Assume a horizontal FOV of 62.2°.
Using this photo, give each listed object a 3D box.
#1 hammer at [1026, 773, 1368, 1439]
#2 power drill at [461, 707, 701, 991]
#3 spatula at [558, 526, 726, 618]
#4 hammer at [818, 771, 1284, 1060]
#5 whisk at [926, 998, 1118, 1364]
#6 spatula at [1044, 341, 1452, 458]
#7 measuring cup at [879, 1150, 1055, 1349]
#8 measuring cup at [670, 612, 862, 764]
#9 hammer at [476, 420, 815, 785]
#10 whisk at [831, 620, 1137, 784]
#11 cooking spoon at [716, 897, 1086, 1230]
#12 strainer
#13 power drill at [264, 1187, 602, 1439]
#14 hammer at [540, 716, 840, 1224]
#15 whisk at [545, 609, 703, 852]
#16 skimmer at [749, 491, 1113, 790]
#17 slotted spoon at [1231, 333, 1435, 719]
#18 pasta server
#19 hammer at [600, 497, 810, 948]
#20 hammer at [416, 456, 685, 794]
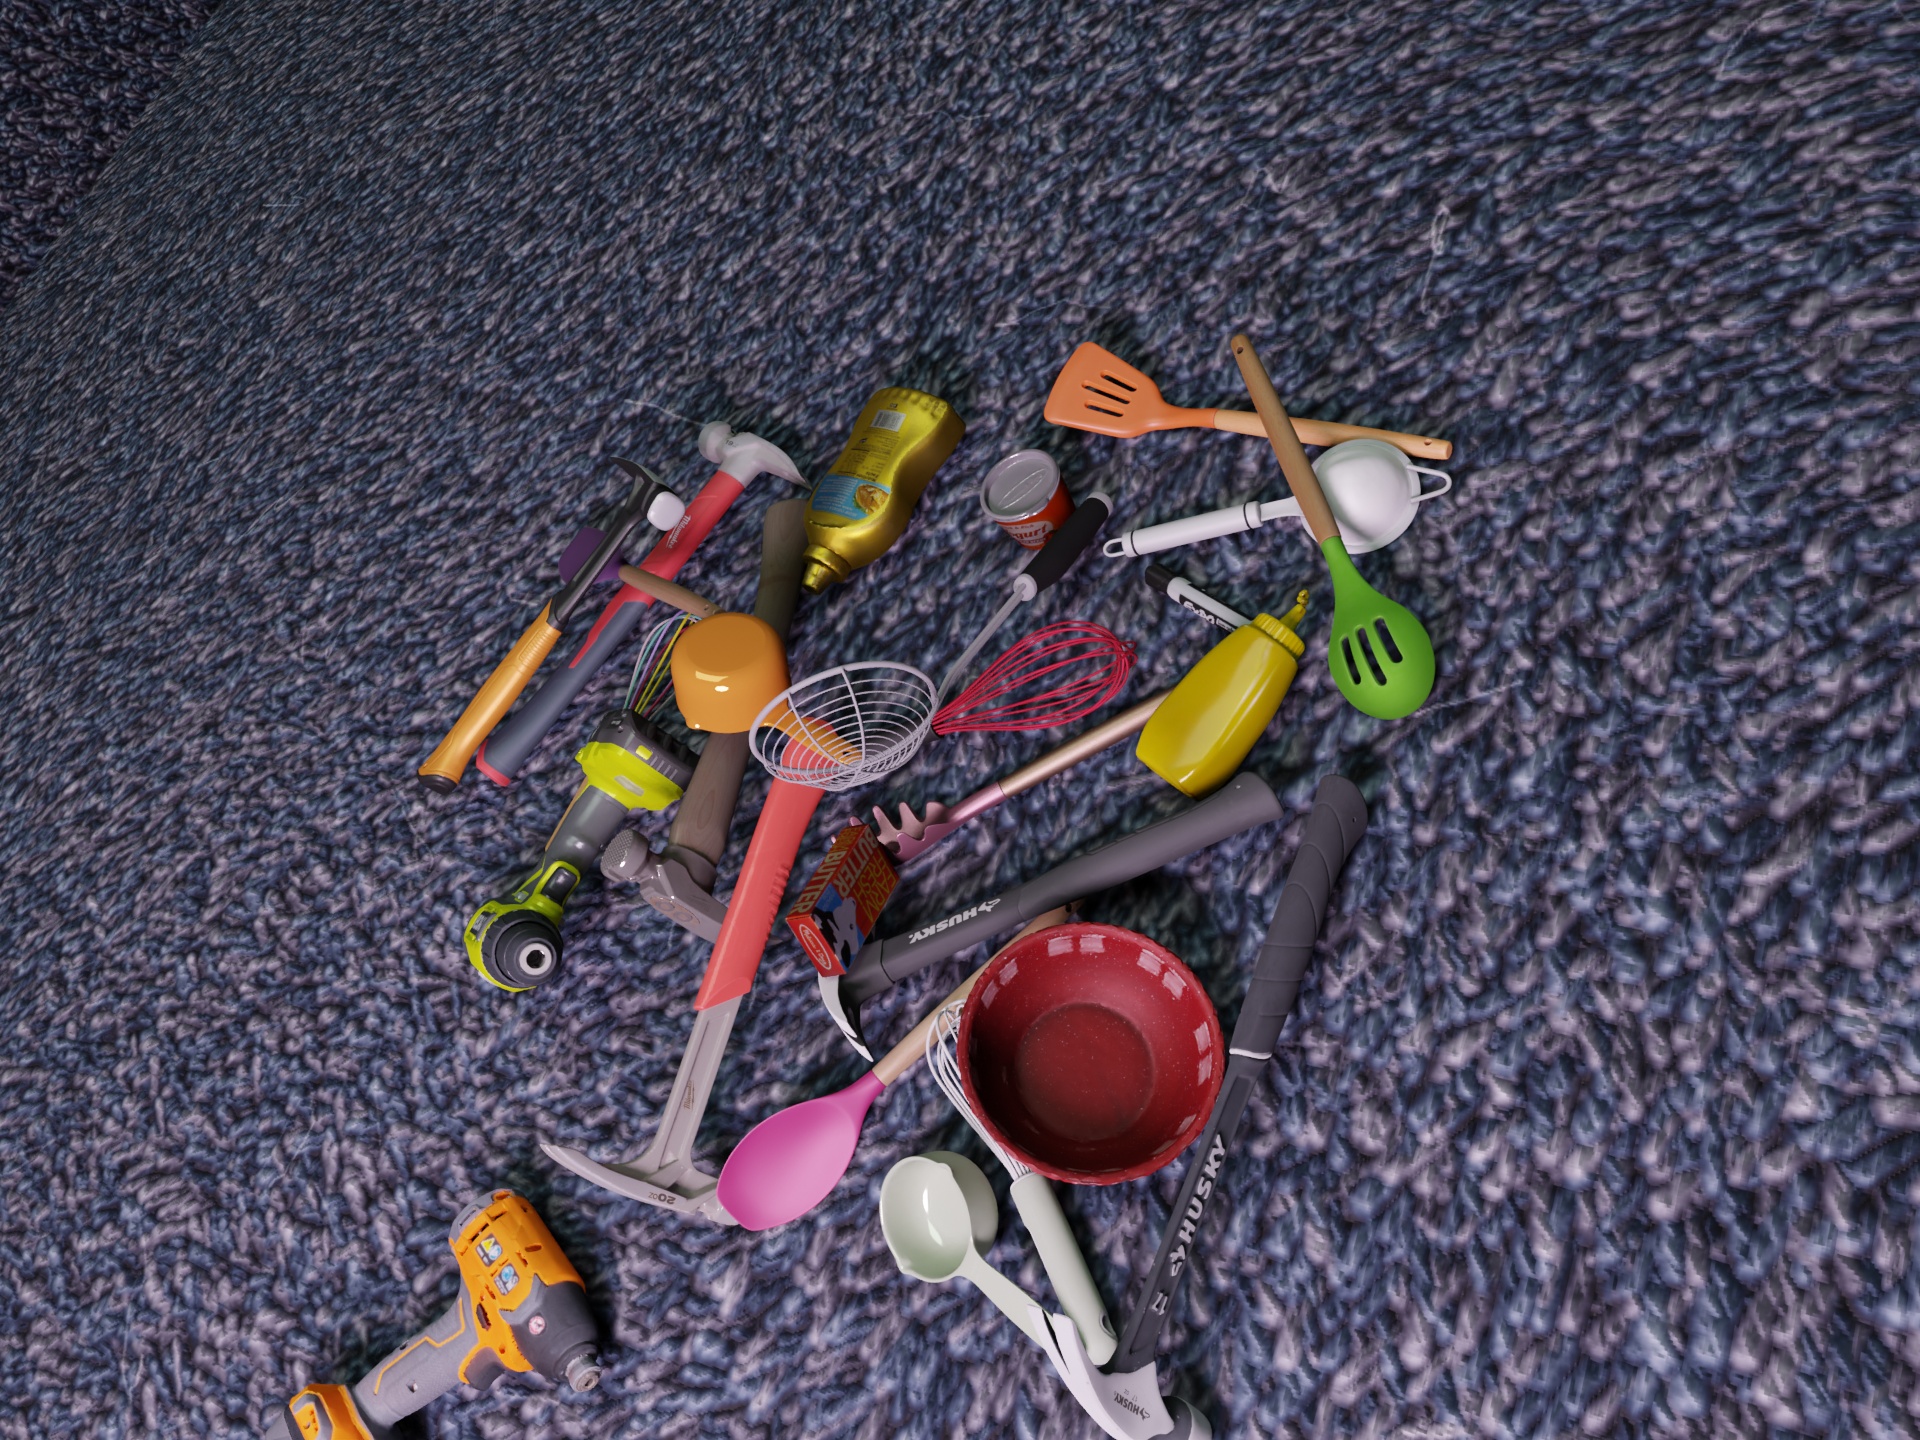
[{"bbox_3d":[0.158,0.207,0.922,0.036,0.149,0.409,-2,52,46],"label":"hammer"},{"bbox_3d":[-0.296,0.106,1.229,0.228,0.080,0.190,-58,18,-15],"label":"power drill"},{"bbox_3d":[-0.279,-0.121,1.368,0.316,0.018,0.060,24,77,51],"label":"spatula"},{"bbox_3d":[0.055,0.118,1.051,0.335,0.035,0.146,-25,24,13],"label":"hammer"},{"bbox_3d":[0.038,0.280,0.987,0.059,0.057,0.247,-35,54,12],"label":"whisk"},{"bbox_3d":[0.214,-0.231,1.204,0.323,0.041,0.081,16,70,35],"label":"spatula"},{"bbox_3d":[0.020,0.327,0.965,0.168,0.038,0.083,34,111,34],"label":"measuring cup"},{"bbox_3d":[-0.138,-0.021,1.160,0.174,0.052,0.095,29,54,28],"label":"measuring cup"},{"bbox_3d":[-0.288,-0.096,1.417,0.143,0.038,0.386,31,80,38],"label":"hammer"},{"bbox_3d":[-0.002,-0.004,1.178,0.296,0.073,0.073,-22,53,25],"label":"whisk"},{"bbox_3d":[-0.035,0.223,1.072,0.319,0.068,0.017,-42,9,-3],"label":"cooking spoon"},{"bbox_3d":[0.220,-0.150,1.153,0.258,0.050,0.087,-11,71,29],"label":"strainer"},{"bbox_3d":[-0.348,0.456,1.084,0.226,0.084,0.164,-47,50,-8],"label":"power drill"},{"bbox_3d":[-0.163,0.157,1.116,0.037,0.149,0.359,-16,50,51],"label":"hammer"},{"bbox_3d":[-0.282,0.010,1.352,0.047,0.051,0.245,12,71,58],"label":"whisk"},{"bbox_3d":[-0.008,-0.077,1.134,0.090,0.127,0.363,34,52,8],"label":"skimmer"},{"bbox_3d":[0.243,-0.143,1.094,0.070,0.031,0.314,-33,60,31],"label":"slotted spoon"},{"bbox_3d":[0.051,0.031,1.139,0.316,0.040,0.060,-28,19,10],"label":"pasta server"},{"bbox_3d":[-0.161,-0.016,1.263,0.038,0.146,0.411,-26,39,39],"label":"hammer"},{"bbox_3d":[-0.366,-0.079,1.386,0.337,0.034,0.127,-53,38,3],"label":"hammer"}]
